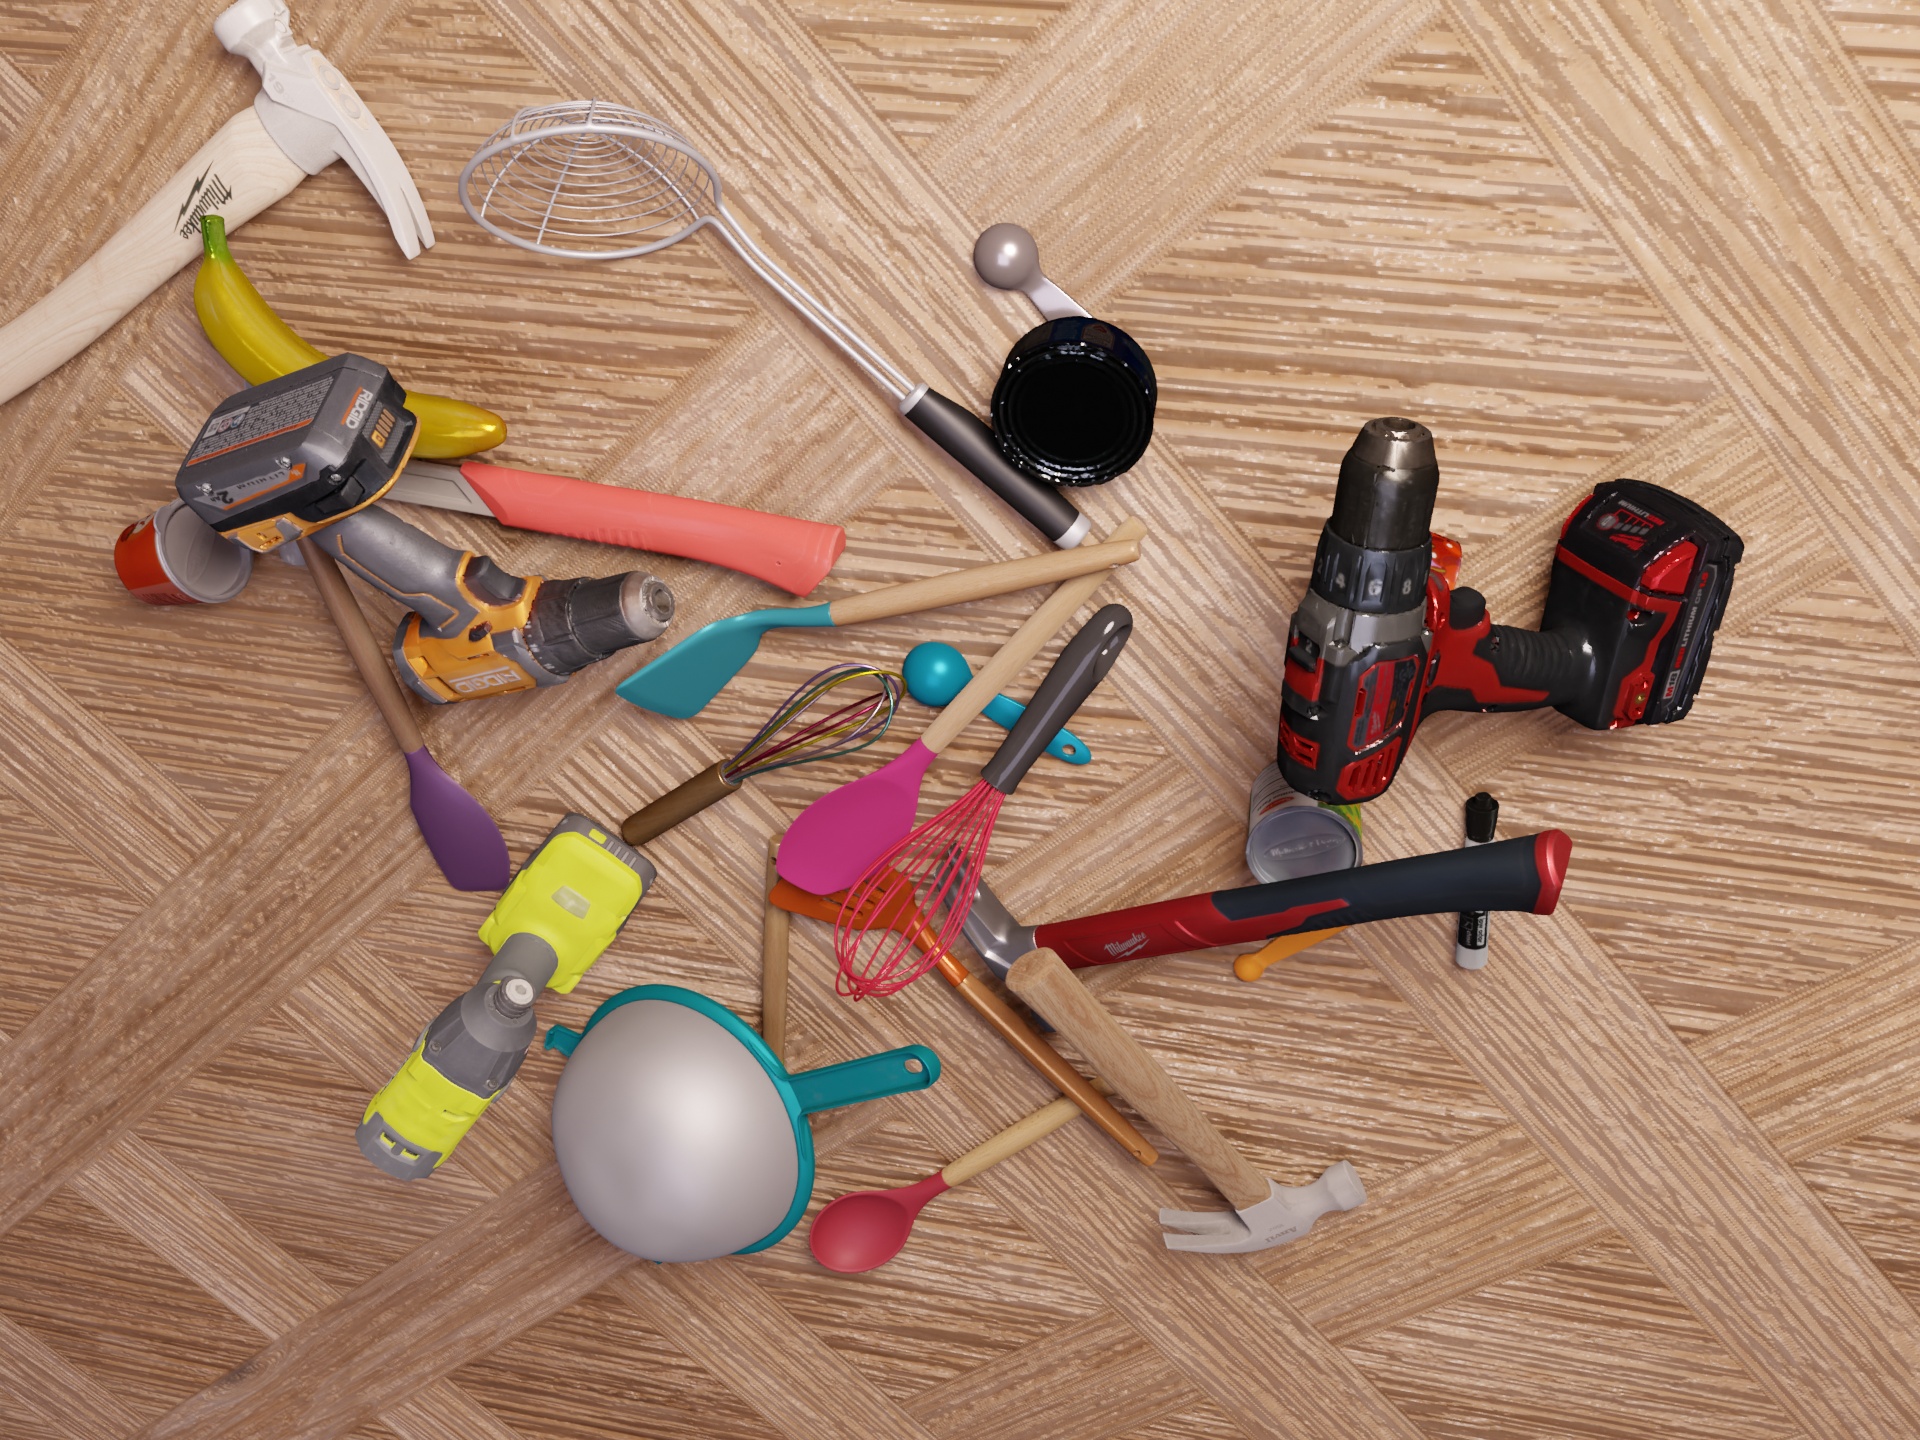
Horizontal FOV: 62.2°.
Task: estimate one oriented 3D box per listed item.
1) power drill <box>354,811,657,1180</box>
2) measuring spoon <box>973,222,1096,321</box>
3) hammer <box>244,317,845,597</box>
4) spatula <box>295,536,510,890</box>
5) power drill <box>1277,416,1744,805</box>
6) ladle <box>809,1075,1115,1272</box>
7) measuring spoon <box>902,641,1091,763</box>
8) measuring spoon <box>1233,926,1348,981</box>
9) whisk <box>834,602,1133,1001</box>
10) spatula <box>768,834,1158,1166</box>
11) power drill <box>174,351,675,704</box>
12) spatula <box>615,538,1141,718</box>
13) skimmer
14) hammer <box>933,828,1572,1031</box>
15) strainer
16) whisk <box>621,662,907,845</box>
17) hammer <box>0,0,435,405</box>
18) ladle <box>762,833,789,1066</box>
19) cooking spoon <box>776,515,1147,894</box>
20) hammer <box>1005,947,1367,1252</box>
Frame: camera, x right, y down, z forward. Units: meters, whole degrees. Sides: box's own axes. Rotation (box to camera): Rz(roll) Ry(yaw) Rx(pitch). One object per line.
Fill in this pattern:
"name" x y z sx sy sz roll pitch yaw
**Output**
"power drill" -0.279 0.164 1.005 0.080 0.223 0.171 36 121 -10
"measuring spoon" 0.055 -0.209 0.831 0.124 0.018 0.034 41 120 -13
"hammer" -0.244 -0.136 0.933 0.359 0.037 0.149 10 122 8
"spatula" -0.362 -0.003 1.029 0.060 0.018 0.315 -3 128 14
"power drill" 0.260 -0.063 0.768 0.226 0.080 0.187 -11 123 -21
"ladle" 0.009 0.319 1.148 0.315 0.031 0.069 -37 109 26
"measuring spoon" 0.021 -0.003 0.957 0.128 0.021 0.042 29 122 -3
"measuring spoon" 0.220 0.135 1.000 0.117 0.011 0.021 -36 107 28
"whisk" 0.011 0.052 0.944 0.073 0.073 0.296 33 105 -8
"spatula" 0.015 0.194 1.056 0.322 0.041 0.081 44 119 -8
"power drill" -0.284 -0.095 0.880 0.185 0.084 0.226 -10 142 27
"spatula" -0.048 -0.056 0.918 0.317 0.082 0.044 -11 74 21
"skimmer" -0.086 -0.189 0.834 0.363 0.090 0.127 39 153 -14
"hammer" 0.155 0.100 0.912 0.386 0.038 0.143 -18 116 42
"strainer" -0.163 0.278 1.068 0.340 0.095 0.211 -22 94 35
"whisk" -0.127 0.027 0.999 0.245 0.047 0.051 -29 87 31
"hammer" -0.490 -0.245 0.926 0.410 0.038 0.146 -24 113 25
"ladle" -0.136 0.222 1.108 0.078 0.062 0.320 14 120 17
"cooking spoon" -0.001 -0.003 0.942 0.068 0.017 0.319 32 116 -26
"hammer" 0.131 0.251 1.023 0.130 0.031 0.331 -32 123 17
